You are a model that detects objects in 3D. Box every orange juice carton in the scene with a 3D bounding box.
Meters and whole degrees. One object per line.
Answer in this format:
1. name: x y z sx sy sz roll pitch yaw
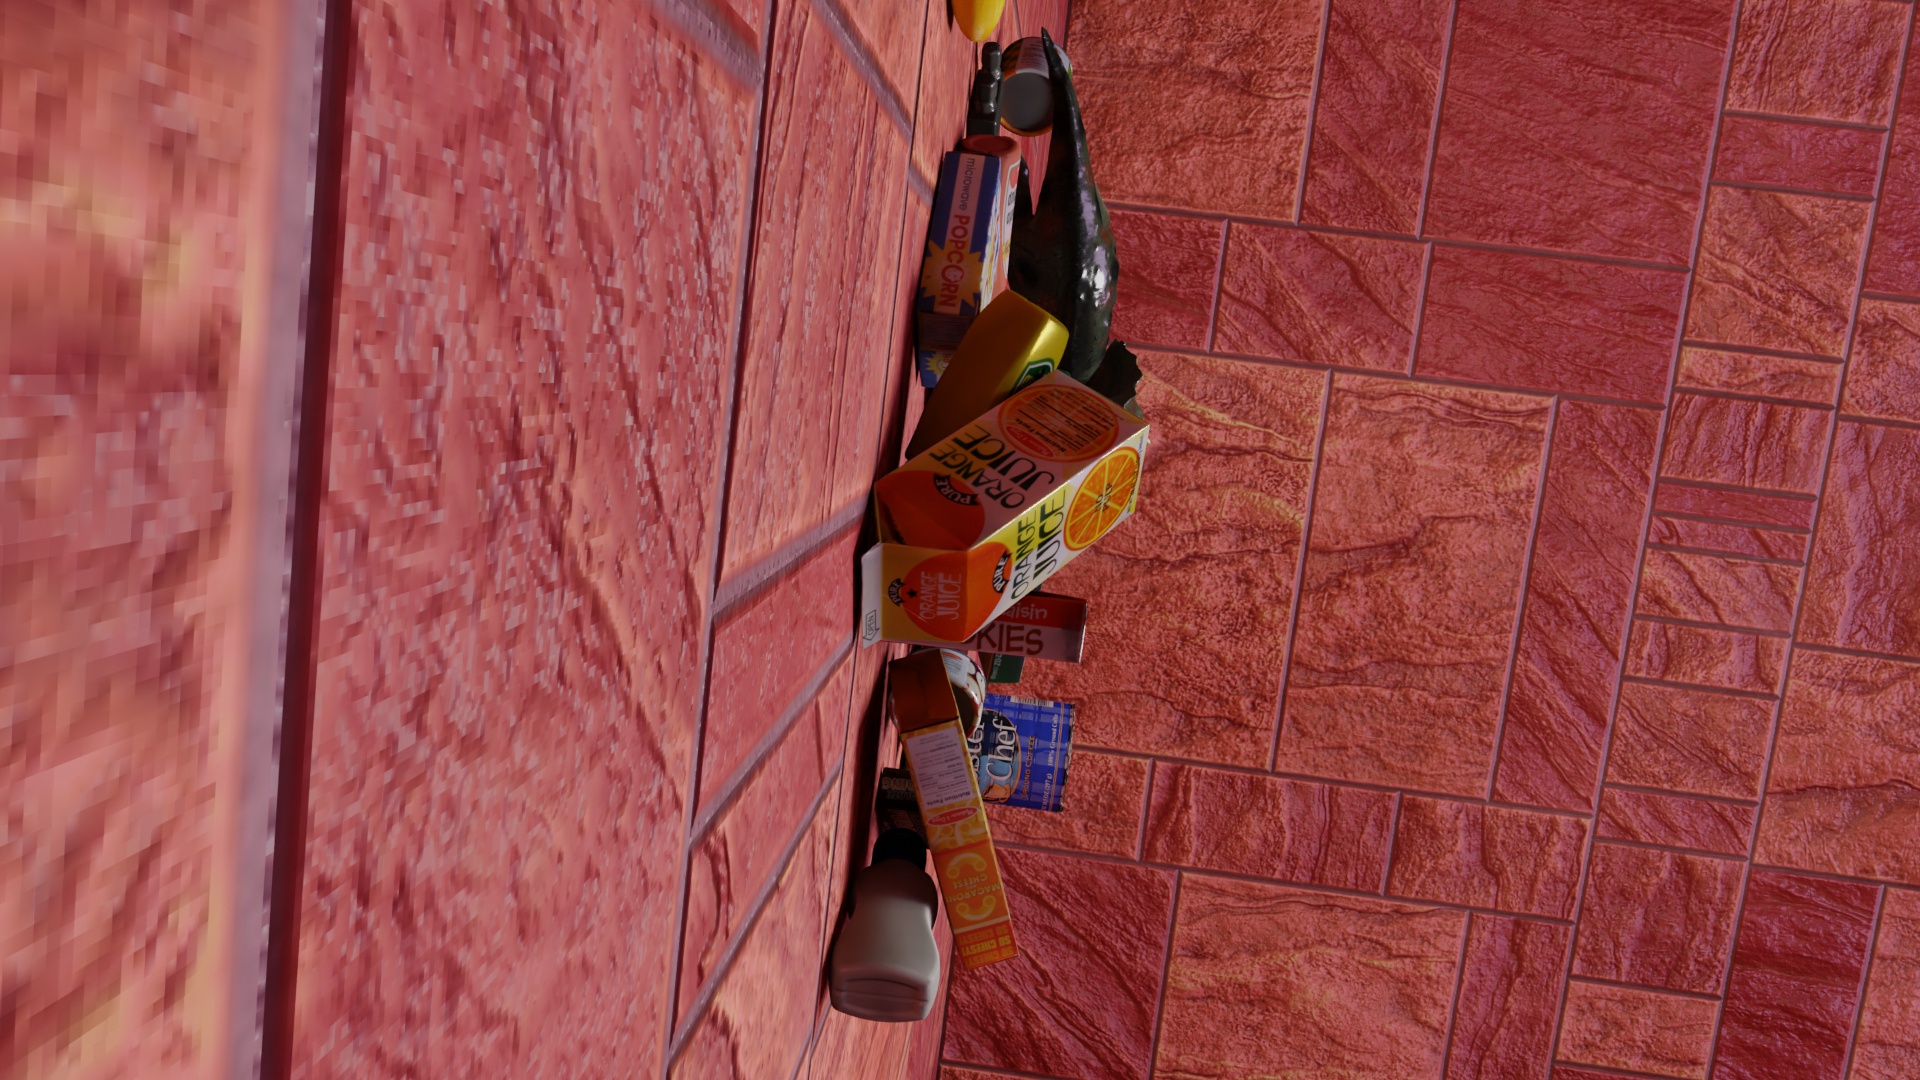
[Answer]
1. orange juice carton: 0.015 -0.013 0.772 0.193 0.073 0.071 -35 146 -33

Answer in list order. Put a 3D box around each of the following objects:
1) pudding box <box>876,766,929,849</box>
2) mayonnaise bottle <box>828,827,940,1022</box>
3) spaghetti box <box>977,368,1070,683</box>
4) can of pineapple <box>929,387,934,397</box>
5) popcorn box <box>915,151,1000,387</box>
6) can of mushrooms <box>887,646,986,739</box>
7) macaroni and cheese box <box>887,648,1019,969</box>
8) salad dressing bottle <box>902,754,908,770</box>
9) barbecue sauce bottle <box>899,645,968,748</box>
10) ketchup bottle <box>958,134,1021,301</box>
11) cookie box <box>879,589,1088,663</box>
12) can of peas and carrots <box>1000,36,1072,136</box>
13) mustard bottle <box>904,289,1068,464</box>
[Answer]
1. pudding box: -0.033 0.196 1.007 0.083 0.050 0.030 92 8 -59
2. mayonnaise bottle: -0.042 0.233 0.857 0.149 0.065 0.041 -84 -179 -69
3. spaghetti box: 0.048 -0.007 1.027 0.050 0.029 0.248 -108 -155 -57
4. can of pineapple: 0.010 -0.098 0.987 0.070 0.071 0.058 94 5 -47
5. popcorn box: 0.000 -0.171 0.883 0.085 0.038 0.127 90 8 -64
6. can of mushrooms: -0.016 0.112 0.970 0.033 0.071 0.070 -76 172 -60
7. macaroni and cheese box: -0.006 0.169 0.893 0.124 0.040 0.166 -112 -172 -74
8. salad dressing bottle: -0.020 0.153 1.173 0.064 0.044 0.148 87 11 -66
9. barbecue sauce bottle: -0.018 0.104 1.129 0.149 0.044 0.064 -80 176 -47
10. ketchup bottle: 0.014 -0.210 0.994 0.065 0.043 0.148 -77 174 -62
11. cookie box: 0.014 0.049 0.867 0.167 0.123 0.040 52 44 -85
12. can of peas and carrots: 0.061 -0.392 1.208 0.070 0.071 0.059 94 6 -46
13. mustard bottle: 0.005 -0.070 0.830 0.160 0.049 0.065 -59 160 6
